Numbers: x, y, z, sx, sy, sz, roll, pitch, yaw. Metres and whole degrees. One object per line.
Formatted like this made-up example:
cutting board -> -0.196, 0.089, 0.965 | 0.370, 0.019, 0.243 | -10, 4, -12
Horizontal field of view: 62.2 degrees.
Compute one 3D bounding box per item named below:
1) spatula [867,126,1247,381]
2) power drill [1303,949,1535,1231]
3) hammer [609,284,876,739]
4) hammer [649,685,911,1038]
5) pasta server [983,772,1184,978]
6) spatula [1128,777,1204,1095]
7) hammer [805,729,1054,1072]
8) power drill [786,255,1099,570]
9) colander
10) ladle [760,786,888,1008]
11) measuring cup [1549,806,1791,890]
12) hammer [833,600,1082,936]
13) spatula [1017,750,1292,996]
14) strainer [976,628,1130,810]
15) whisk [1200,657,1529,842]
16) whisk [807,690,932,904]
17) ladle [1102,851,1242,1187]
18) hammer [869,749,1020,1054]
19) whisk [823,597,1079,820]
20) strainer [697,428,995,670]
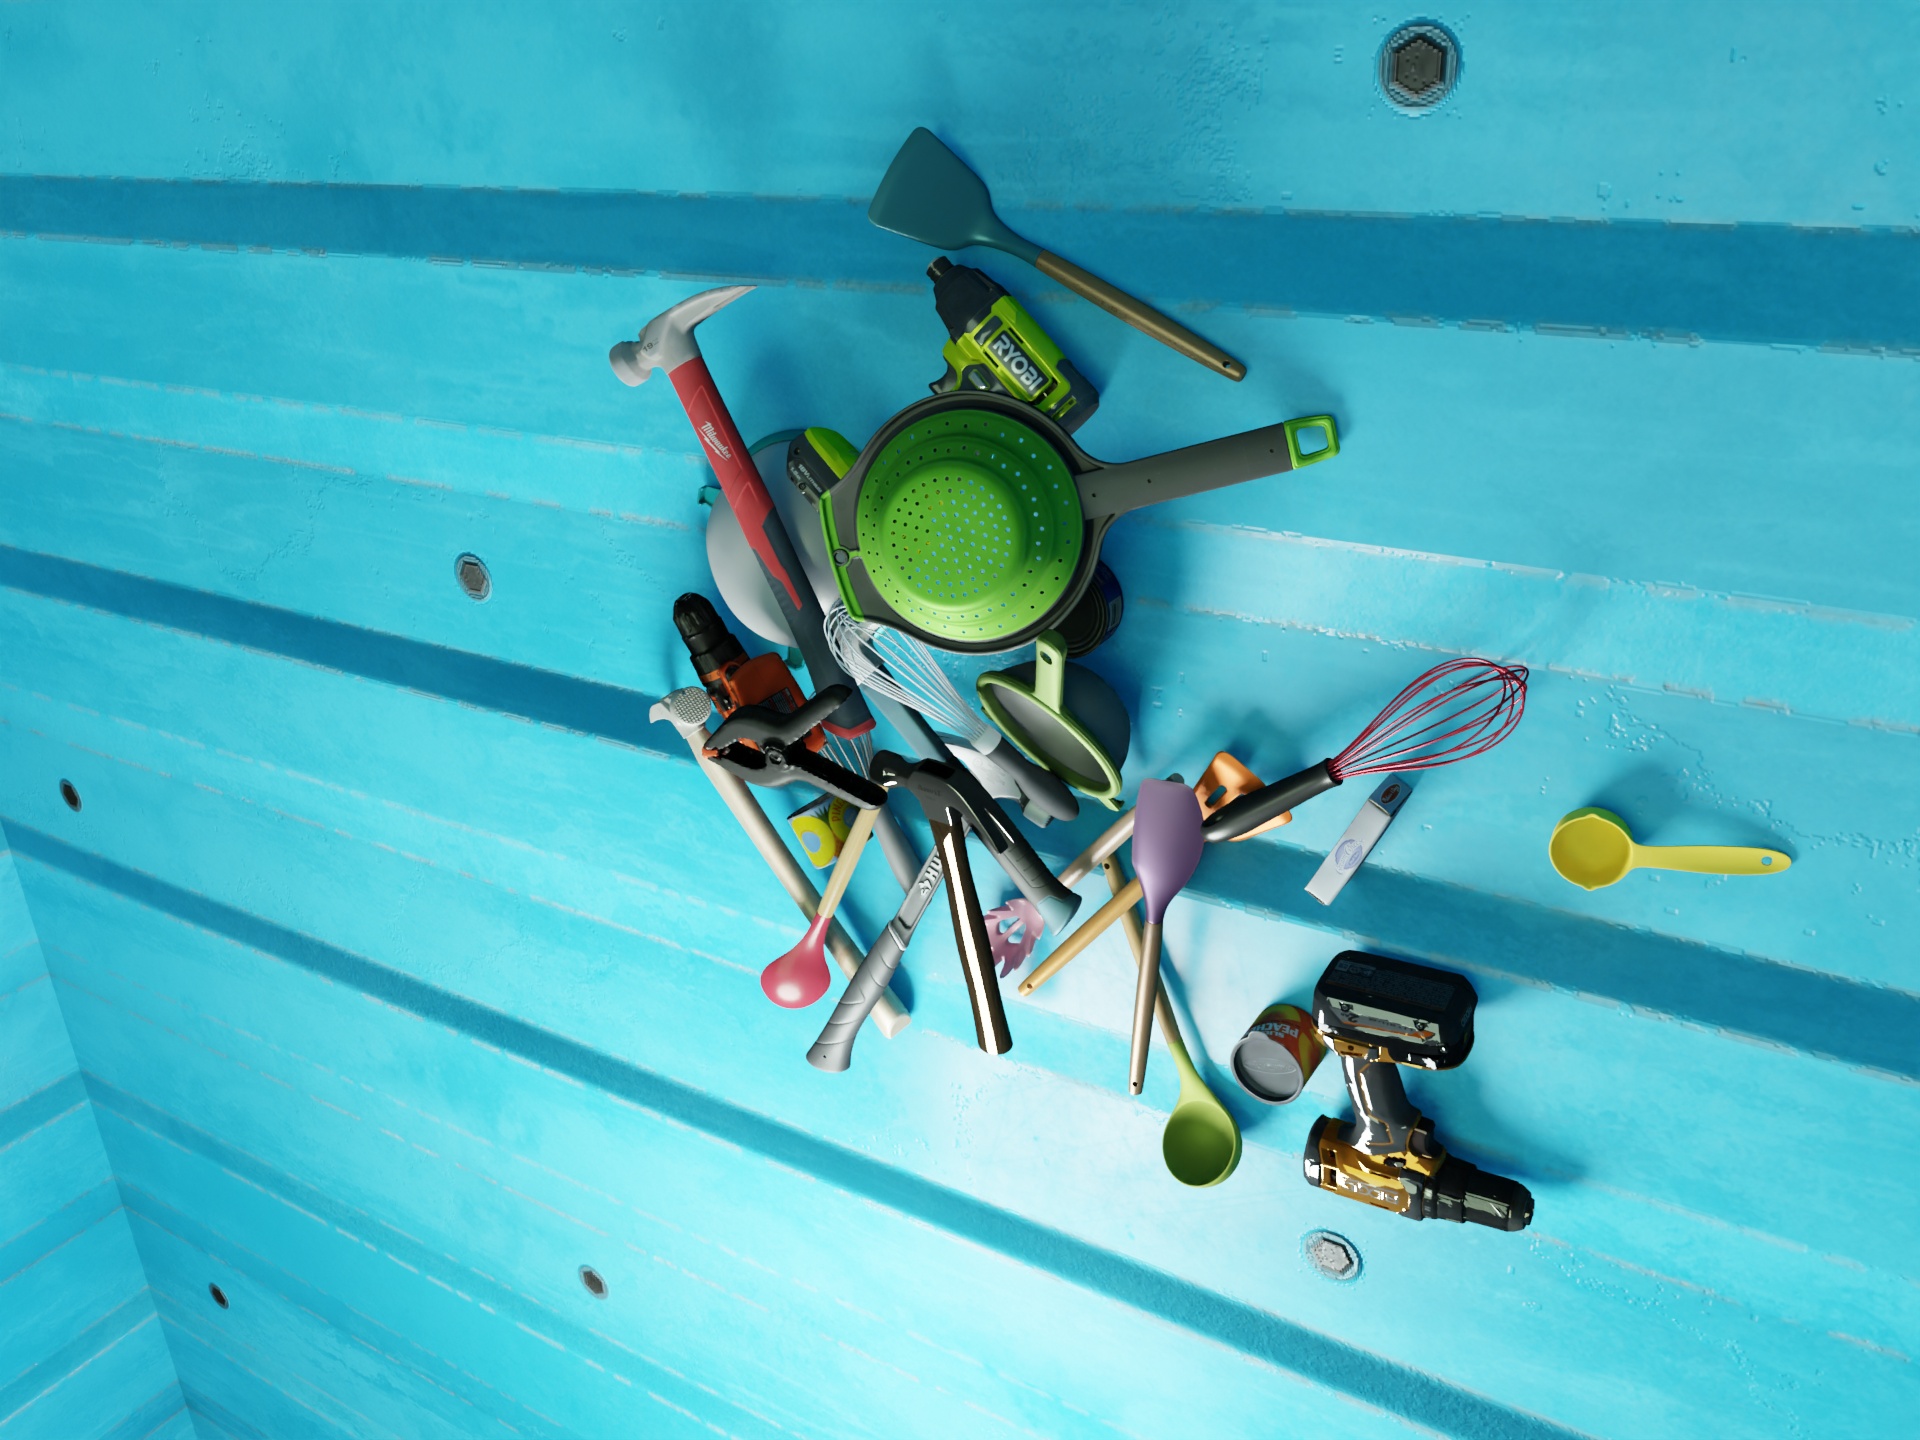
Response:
spatula -> 0.078, -0.338, 1.202 | 0.317, 0.044, 0.082 | 34, 99, 15
power drill -> 0.372, 0.311, 1.287 | 0.185, 0.084, 0.226 | 10, 121, 30
hammer -> -0.154, -0.168, 1.334 | 0.143, 0.038, 0.386 | -24, 95, 25
hammer -> -0.178, 0.145, 1.593 | 0.410, 0.038, 0.146 | 57, 161, -9
pasta server -> 0.099, 0.136, 1.401 | 0.060, 0.040, 0.316 | 47, 134, 6
spatula -> 0.165, 0.191, 1.356 | 0.060, 0.018, 0.315 | 10, 117, 14
hammer -> -0.056, 0.186, 1.501 | 0.149, 0.036, 0.408 | 34, 118, 10
power drill -> -0.024, -0.241, 1.265 | 0.223, 0.080, 0.171 | -42, 85, 16
colander -> 0.078, -0.159, 1.167 | 0.397, 0.094, 0.204 | -13, 100, 13
ladle -> -0.119, 0.163, 1.511 | 0.069, 0.031, 0.315 | 16, 118, -16
measuring cup -> 0.503, 0.091, 1.132 | 0.156, 0.029, 0.062 | 2, 113, 21
hammer -> -0.006, 0.048, 1.389 | 0.128, 0.033, 0.331 | -40, 88, 31
spatula -> 0.150, 0.146, 1.363 | 0.081, 0.041, 0.322 | 44, 118, 2
strainer -> 0.087, -0.028, 1.271 | 0.151, 0.069, 0.256 | 37, 164, 16
whisk -> 0.298, 0.031, 1.202 | 0.296, 0.073, 0.073 | -32, 92, 37
whisk -> -0.081, 0.074, 1.509 | 0.055, 0.055, 0.239 | -14, 108, 38
ladle -> 0.176, 0.265, 1.414 | 0.078, 0.062, 0.320 | -14, 100, 37
hammer -> 0.008, 0.174, 1.413 | 0.130, 0.031, 0.331 | 15, 132, 34
whisk -> -0.002, -0.005, 1.326 | 0.284, 0.070, 0.070 | 40, 133, -20
strainer -> -0.110, -0.165, 1.380 | 0.340, 0.095, 0.211 | -23, 98, 41
